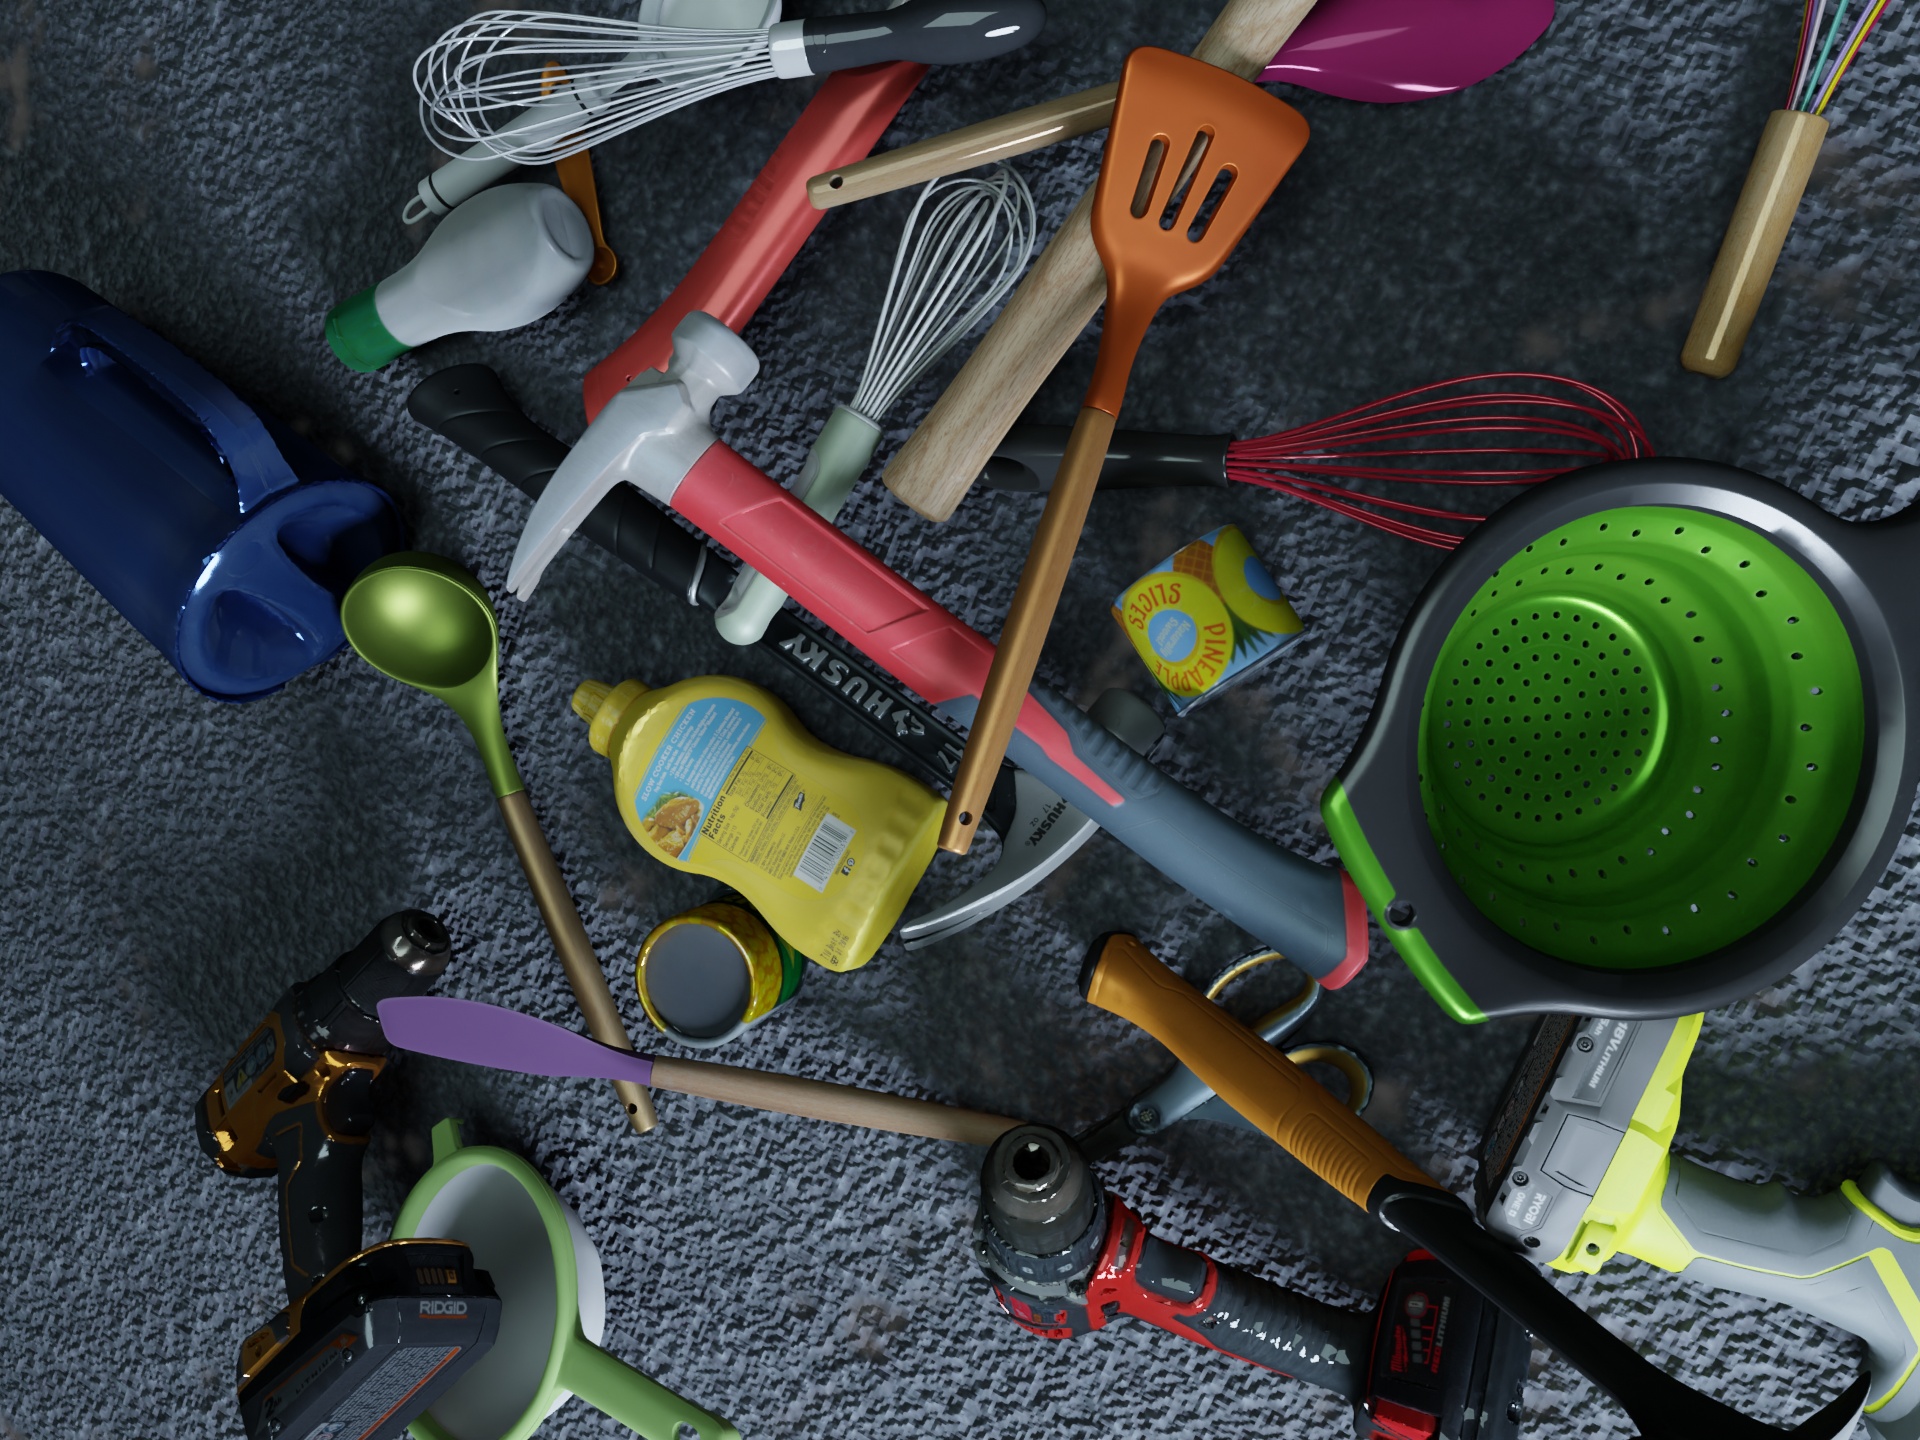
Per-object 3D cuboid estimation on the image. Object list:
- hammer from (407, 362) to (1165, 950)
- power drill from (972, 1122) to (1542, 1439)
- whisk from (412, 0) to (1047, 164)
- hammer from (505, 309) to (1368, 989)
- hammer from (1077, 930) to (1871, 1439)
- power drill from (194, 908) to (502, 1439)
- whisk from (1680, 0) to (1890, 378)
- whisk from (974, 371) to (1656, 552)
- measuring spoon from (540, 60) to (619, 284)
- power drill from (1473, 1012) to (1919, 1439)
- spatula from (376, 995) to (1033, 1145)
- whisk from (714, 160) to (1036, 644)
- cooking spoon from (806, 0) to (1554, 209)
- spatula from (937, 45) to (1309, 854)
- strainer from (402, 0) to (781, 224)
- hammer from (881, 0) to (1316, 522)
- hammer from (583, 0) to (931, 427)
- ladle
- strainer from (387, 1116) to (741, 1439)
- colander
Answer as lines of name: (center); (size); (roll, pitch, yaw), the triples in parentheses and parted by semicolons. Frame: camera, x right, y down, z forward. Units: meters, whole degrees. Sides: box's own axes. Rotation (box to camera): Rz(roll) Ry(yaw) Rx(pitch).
hammer: (-0.111, -0.054, 0.749); (0.409, 0.036, 0.149); (35, 72, 17)
power drill: (0.112, 0.232, 0.651); (0.227, 0.187, 0.080); (13, 60, 15)
whisk: (-0.104, -0.285, 0.688); (0.284, 0.070, 0.070); (-3, 94, 11)
hammer: (-0.001, -0.002, 0.663); (0.386, 0.038, 0.143); (37, 84, 2)
hammer: (0.164, 0.172, 0.611); (0.337, 0.127, 0.034); (35, 116, 48)
power drill: (-0.302, 0.223, 0.801); (0.185, 0.084, 0.226); (-45, 52, 18)
whisk: (0.331, -0.251, 0.604); (0.047, 0.051, 0.245); (19, 103, 10)
whisk: (0.134, -0.109, 0.673); (0.296, 0.073, 0.073); (5, 96, 23)
measuring spoon: (-0.189, -0.272, 0.792); (0.021, 0.011, 0.117); (-16, 86, 22)
power drill: (0.335, 0.181, 0.624); (0.223, 0.080, 0.171); (23, 102, 11)
spatula: (-0.120, 0.169, 0.753); (0.316, 0.018, 0.059); (11, 138, -1)
whisk: (-0.041, -0.141, 0.710); (0.059, 0.058, 0.246); (31, 91, -29)
cooking spoon: (0.087, -0.266, 0.669); (0.319, 0.017, 0.069); (-14, 91, 8)
spatula: (0.049, -0.101, 0.631); (0.081, 0.041, 0.322); (19, 87, -12)
strainer: (-0.169, -0.304, 0.760); (0.258, 0.050, 0.087); (-24, 69, 19)
hammer: (0.072, -0.223, 0.657); (0.130, 0.031, 0.331); (36, 106, -8)
hammer: (-0.048, -0.262, 0.718); (0.149, 0.036, 0.359); (40, 100, 11)
ladle: (-0.226, 0.064, 0.809); (0.078, 0.062, 0.320); (-22, 90, 19)
strainer: (-0.186, 0.303, 0.784); (0.256, 0.069, 0.151); (11, 85, 37)
colander: (0.313, -0.041, 0.611); (0.397, 0.094, 0.204); (-33, 98, 0)
